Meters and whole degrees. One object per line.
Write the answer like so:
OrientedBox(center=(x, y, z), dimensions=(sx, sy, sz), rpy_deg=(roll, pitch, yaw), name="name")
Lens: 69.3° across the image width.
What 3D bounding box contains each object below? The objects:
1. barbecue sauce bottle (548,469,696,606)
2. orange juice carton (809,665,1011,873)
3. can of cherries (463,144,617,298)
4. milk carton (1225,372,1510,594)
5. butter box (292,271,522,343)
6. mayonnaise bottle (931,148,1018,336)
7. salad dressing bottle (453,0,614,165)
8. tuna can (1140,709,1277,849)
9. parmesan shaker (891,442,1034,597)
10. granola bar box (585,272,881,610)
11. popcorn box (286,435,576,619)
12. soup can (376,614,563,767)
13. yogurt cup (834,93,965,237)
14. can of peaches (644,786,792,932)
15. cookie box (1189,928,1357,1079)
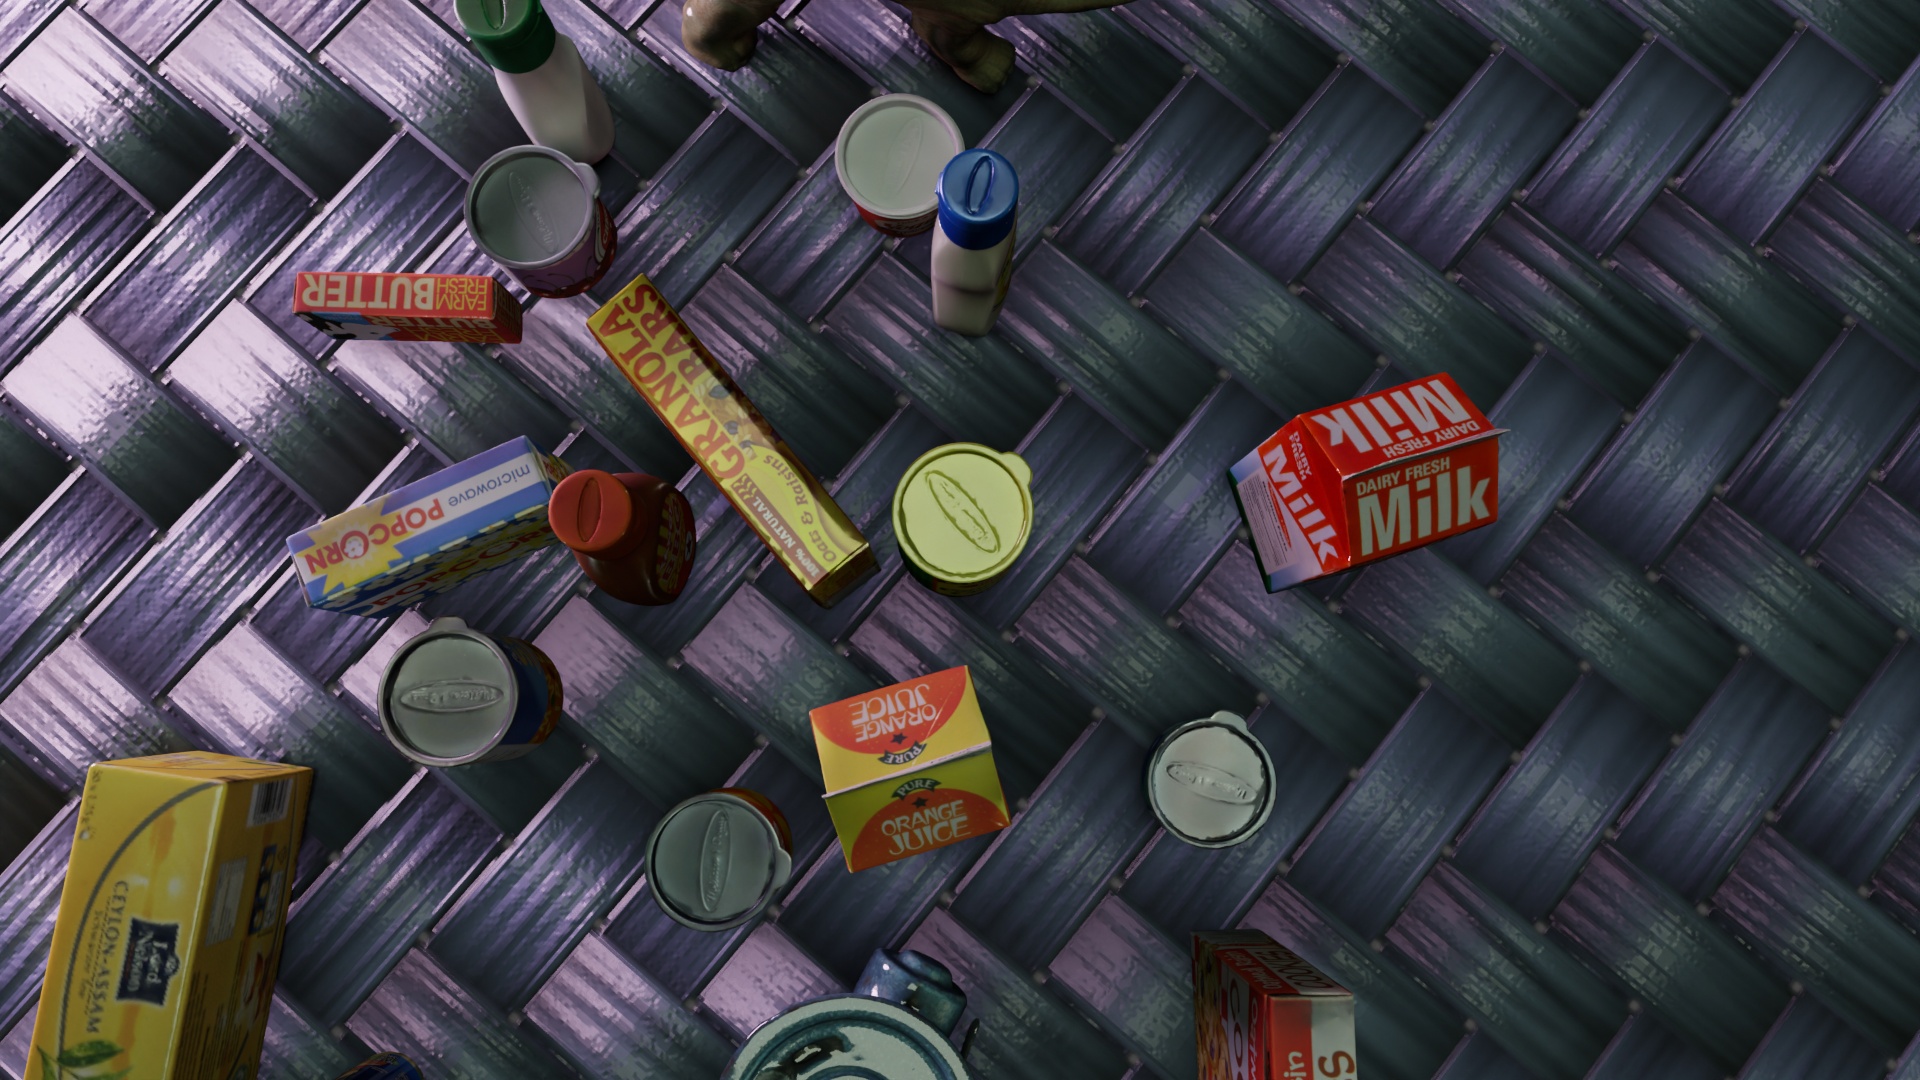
OrientedBox(center=(-0.162, -0.004, 0.671), dimensions=(0.044, 0.148, 0.065), rpy_deg=(5, 83, 0), name="barbecue sauce bottle")
OrientedBox(center=(-0.022, 0.102, 0.637), dimensions=(0.072, 0.192, 0.073), rpy_deg=(-15, 84, -3), name="orange juice carton")
OrientedBox(center=(-0.218, -0.168, 0.737), dimensions=(0.071, 0.058, 0.071), rpy_deg=(0, 83, -1), name="can of cherries")
OrientedBox(center=(0.190, -0.025, 0.660), dimensions=(0.072, 0.190, 0.073), rpy_deg=(-17, 84, -3), name="milk carton")
OrientedBox(center=(-0.289, -0.122, 0.732), dimensions=(0.103, 0.053, 0.024), rpy_deg=(1, 83, -1), name="butter box")
OrientedBox(center=(0.007, -0.150, 0.694), dimensions=(0.041, 0.148, 0.065), rpy_deg=(15, 83, 1), name="mayonnaise bottle")
OrientedBox(center=(-0.213, -0.236, 0.701), dimensions=(0.044, 0.147, 0.064), rpy_deg=(-13, 83, -3), name="salad dressing bottle")
OrientedBox(center=(0.128, 0.122, 0.718), dimensions=(0.071, 0.033, 0.071), rpy_deg=(0, 83, -1), name="tuna can")
OrientedBox(center=(0.002, -0.009, 0.698), dimensions=(0.071, 0.103, 0.071), rpy_deg=(0, 83, -1), name="parmesan shaker")
OrientedBox(center=(-0.108, -0.042, 0.689), dimensions=(0.039, 0.124, 0.165), rpy_deg=(-40, 85, -5), name="granola bar box")
OrientedBox(center=(-0.257, -0.005, 0.701), dimensions=(0.127, 0.085, 0.038), rpy_deg=(-24, 84, -4), name="popcorn box")
OrientedBox(center=(-0.241, 0.075, 0.691), dimensions=(0.071, 0.083, 0.071), rpy_deg=(0, 83, -1), name="soup can")
OrientedBox(center=(-0.032, -0.197, 0.747), dimensions=(0.072, 0.054, 0.072), rpy_deg=(0, 83, -1), name="yogurt cup")
OrientedBox(center=(-0.117, 0.158, 0.696), dimensions=(0.071, 0.058, 0.071), rpy_deg=(0, 83, -1), name="can of peaches")
OrientedBox(center=(0.140, 0.253, 0.633), dimensions=(0.040, 0.167, 0.123), rpy_deg=(-1, 83, -1), name="cookie box")
